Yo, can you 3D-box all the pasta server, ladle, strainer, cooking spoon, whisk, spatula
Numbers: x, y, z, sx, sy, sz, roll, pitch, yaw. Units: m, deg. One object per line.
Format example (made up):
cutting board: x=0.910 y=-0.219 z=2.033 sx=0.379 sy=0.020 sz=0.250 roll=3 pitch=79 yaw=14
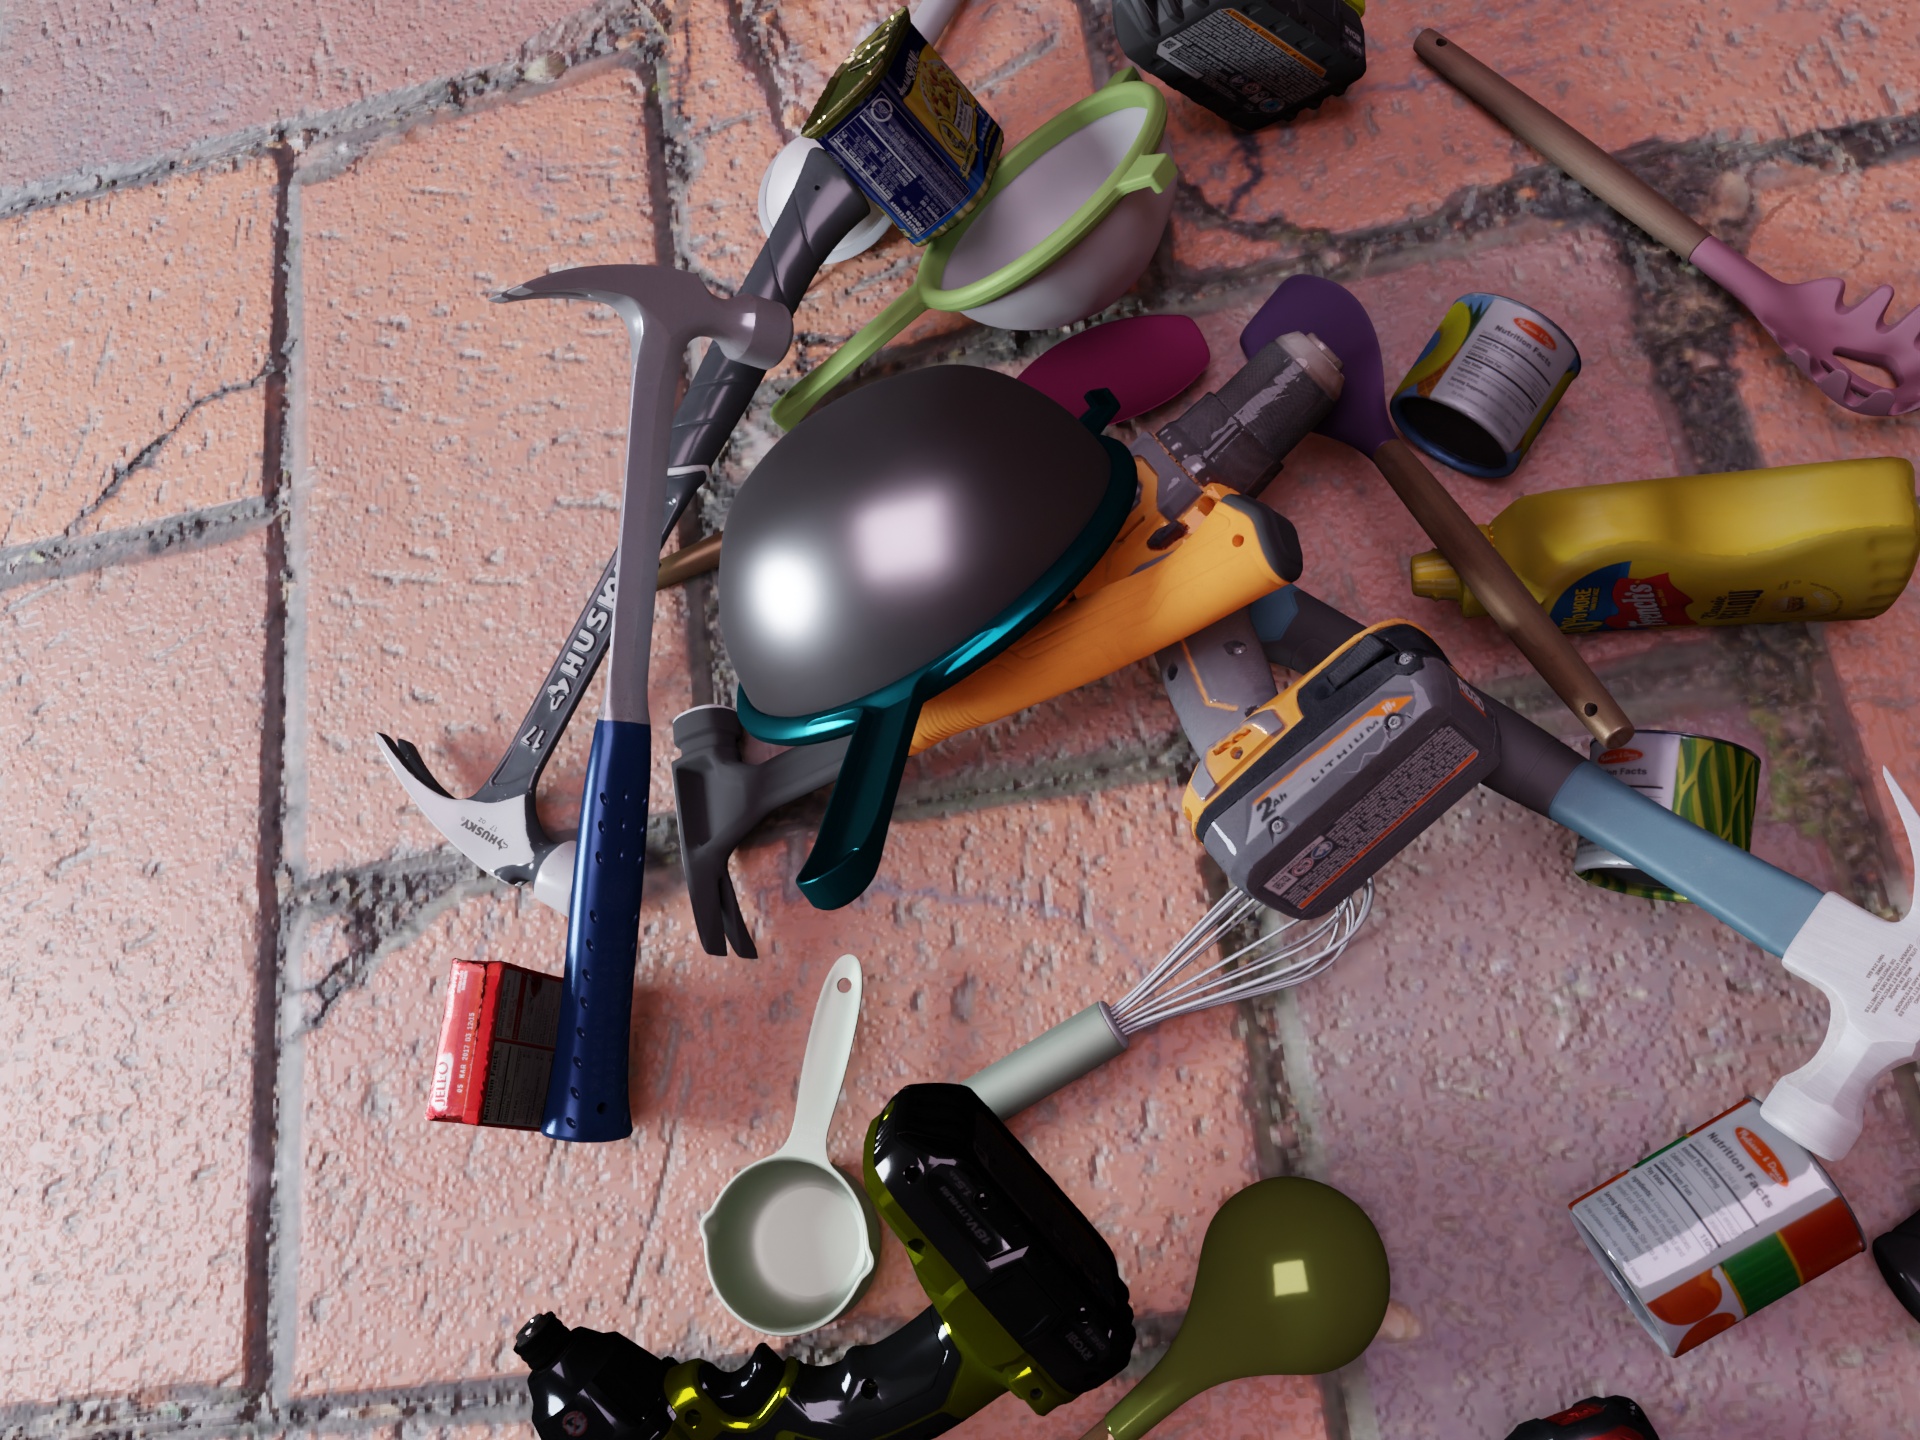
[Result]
pasta server: x=0.333 y=-0.245 z=0.754 sx=0.060 sy=0.040 sz=0.316 roll=-36 pitch=67 yaw=-11
ladle: x=0.049 y=0.312 z=0.662 sx=0.320 sy=0.062 sz=0.078 roll=-44 pitch=65 yaw=6
strainer: x=0.015 y=-0.213 z=0.813 sx=0.256 sy=0.069 sz=0.152 roll=-35 pitch=31 yaw=22
cooking spoon: x=-0.024 y=-0.133 z=0.822 sx=0.319 sy=0.017 sz=0.069 roll=-22 pitch=55 yaw=7
whisk: x=0.075 y=0.130 z=0.707 sx=0.246 sy=0.057 sz=0.059 roll=-32 pitch=34 yaw=7
spatula: x=0.200 y=-0.104 z=0.693 sx=0.059 sy=0.018 sz=0.316 roll=-49 pitch=42 yaw=27
strainer: x=-0.042 y=-0.058 z=0.643 sx=0.211 sy=0.095 sz=0.341 roll=-26 pitch=24 yaw=21
strainer: x=-0.042 y=-0.353 z=0.884 sx=0.087 sy=0.050 sz=0.258 roll=25 pitch=78 yaw=19

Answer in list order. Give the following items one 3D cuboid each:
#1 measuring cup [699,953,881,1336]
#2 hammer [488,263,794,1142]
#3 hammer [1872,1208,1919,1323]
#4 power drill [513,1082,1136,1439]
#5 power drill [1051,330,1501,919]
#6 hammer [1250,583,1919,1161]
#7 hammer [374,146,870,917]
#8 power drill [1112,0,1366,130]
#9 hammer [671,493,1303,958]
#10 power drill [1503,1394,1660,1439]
measuring cup: x=-0.064 y=0.192 z=0.725 sx=0.083 sy=0.038 sz=0.168 roll=7 pitch=74 yaw=16
hammer: x=-0.161 y=-0.011 z=0.738 sx=0.035 sy=0.144 sz=0.405 roll=3 pitch=87 yaw=50
hammer: x=0.461 y=0.095 z=0.618 sx=0.146 sy=0.035 sz=0.335 roll=32 pitch=84 yaw=22
power drill: x=-0.057 y=0.258 z=0.644 sx=0.223 sy=0.080 sz=0.171 roll=-40 pitch=97 yaw=7
power drill: x=0.133 y=-0.052 z=0.684 sx=0.185 sy=0.084 sz=0.226 roll=-45 pitch=48 yaw=15
hammer: x=0.235 y=0.023 z=0.646 sx=0.331 sy=0.033 sz=0.128 roll=38 pitch=98 yaw=40
hammer: x=-0.158 y=-0.111 z=0.820 sx=0.149 sy=0.036 sz=0.409 roll=26 pitch=87 yaw=19
power drill: x=0.130 y=-0.435 z=0.792 sx=0.080 sy=0.190 sz=0.229 roll=-12 pitch=73 yaw=47
hammer: x=-0.001 y=-0.002 z=0.698 sx=0.337 sy=0.034 sz=0.127 roll=-26 pitch=63 yaw=31
power drill: x=0.186 y=0.371 z=0.568 sx=0.226 sy=0.080 sz=0.188 roll=-18 pitch=67 yaw=-6
